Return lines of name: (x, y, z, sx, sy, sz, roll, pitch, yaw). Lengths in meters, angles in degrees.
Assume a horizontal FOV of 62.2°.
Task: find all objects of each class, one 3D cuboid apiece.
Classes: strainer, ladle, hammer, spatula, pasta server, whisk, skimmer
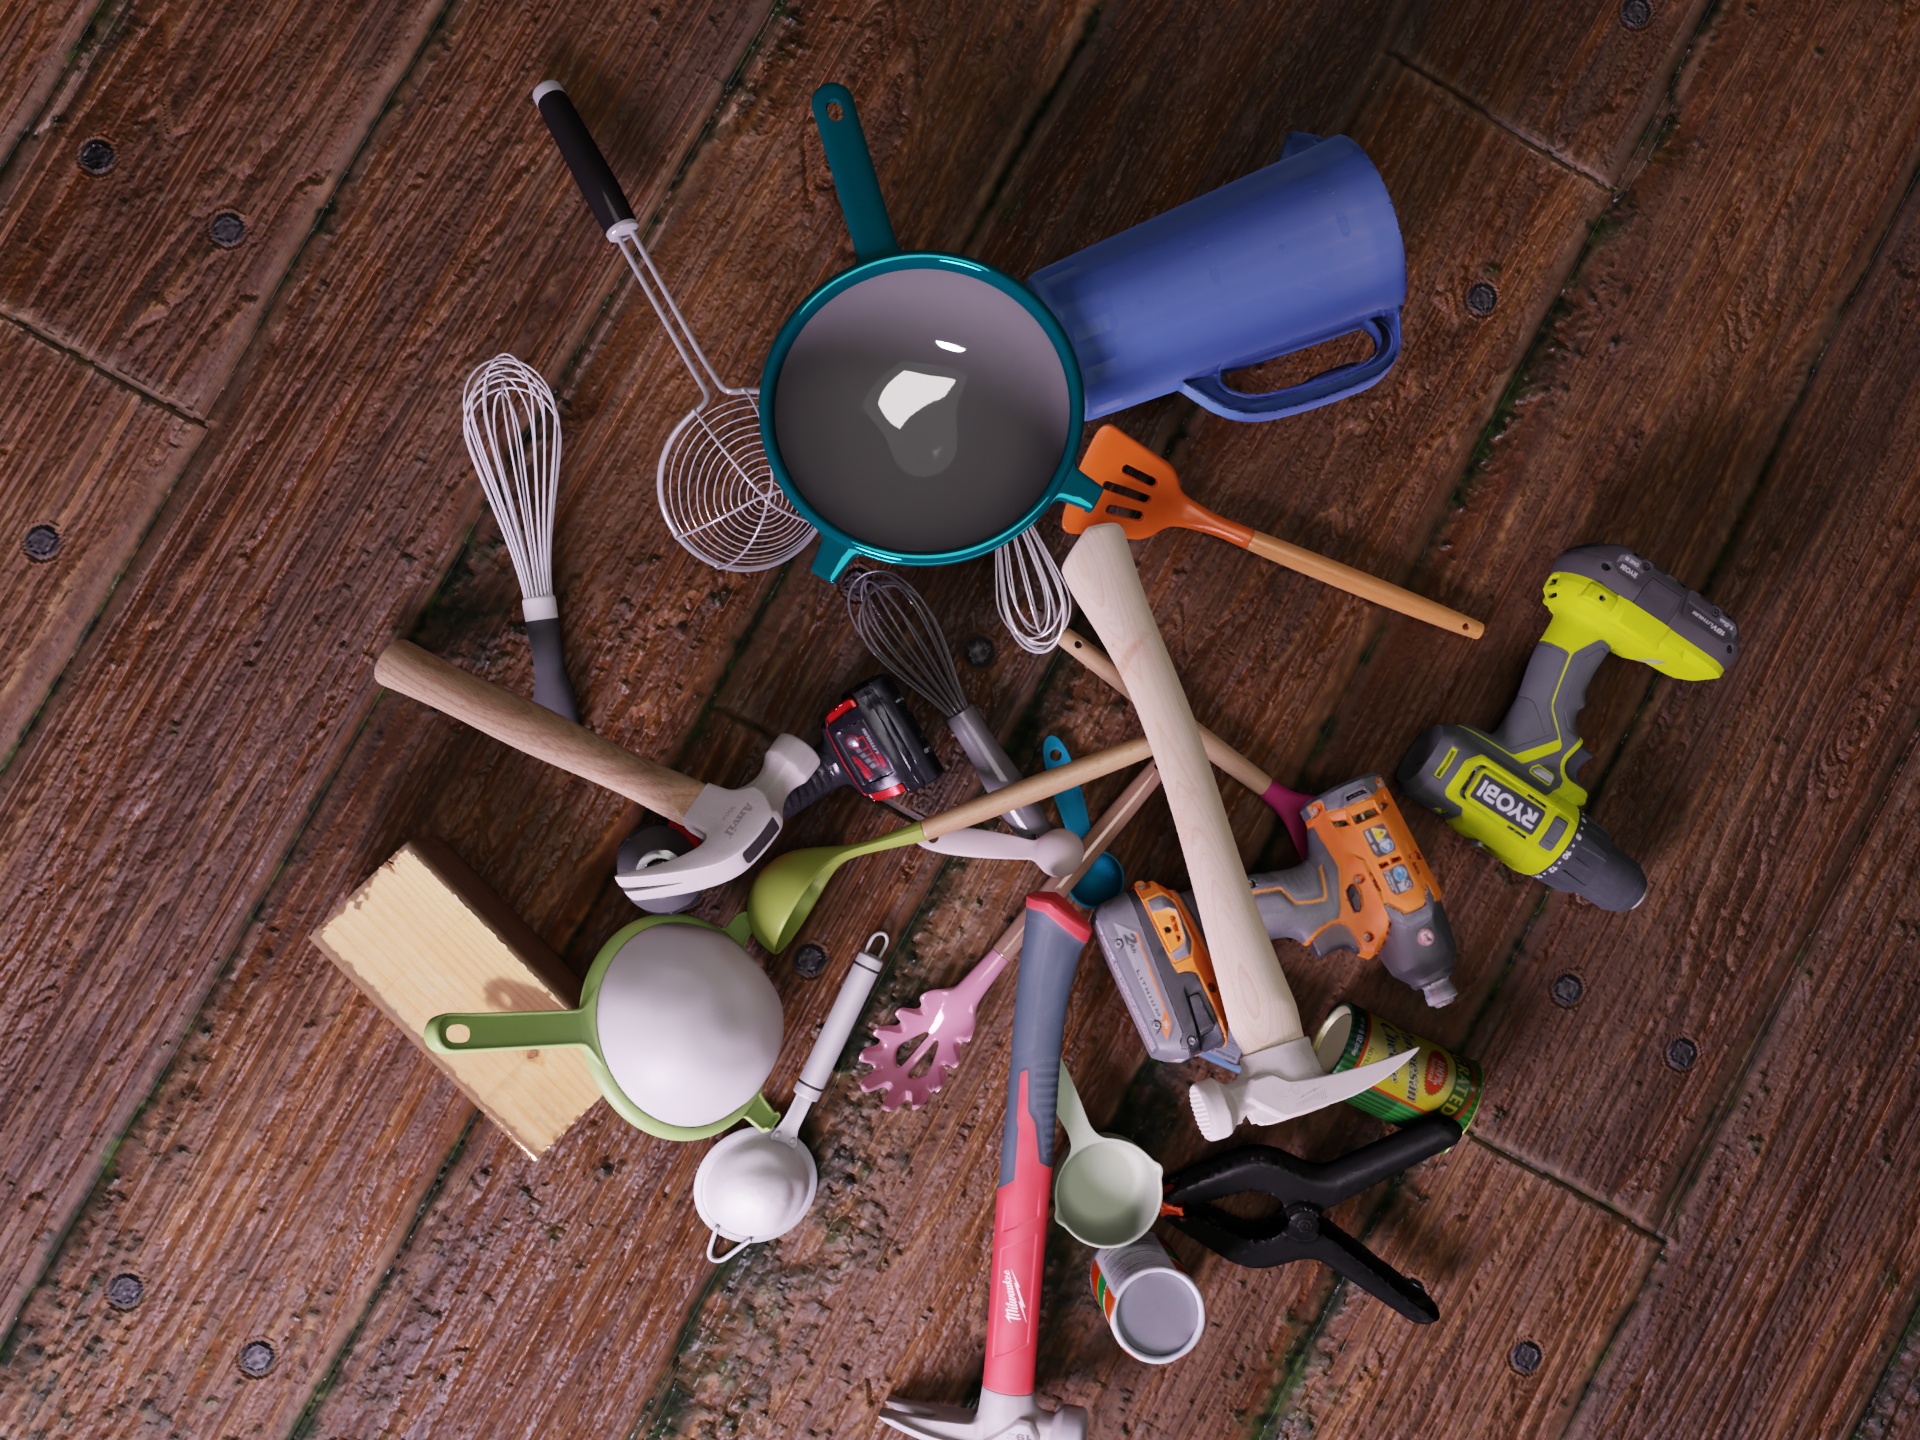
strainer: (-0.043, -0.258, 1.075, 0.211, 0.095, 0.340, -16, 81, -2)
ladle: (0.004, 0.077, 1.087, 0.320, 0.078, 0.062, -21, 81, 0)
hammer: (0.165, 0.055, 1.052, 0.146, 0.038, 0.411, -15, 75, -9)
hammer: (0.029, 0.308, 1.084, 0.143, 0.038, 0.386, 5, 94, 11)
spatula: (0.230, -0.119, 1.140, 0.322, 0.041, 0.081, 21, 103, -5)
pasta server: (0.045, 0.142, 1.108, 0.060, 0.040, 0.316, 40, 91, 12)
hammer: (-0.256, 0.017, 1.022, 0.331, 0.031, 0.130, 22, 64, 26)
whisk: (-0.293, -0.109, 1.091, 0.070, 0.070, 0.284, -9, 94, -5)
skimmer: (-0.208, -0.277, 1.113, 0.127, 0.090, 0.363, -27, 81, -13)
strainer: (-0.110, 0.264, 1.105, 0.086, 0.050, 0.258, 28, 83, -19)
whisk: (0.029, -0.167, 1.125, 0.057, 0.059, 0.246, -11, 85, -41)
whisk: (-0.003, -0.003, 1.118, 0.055, 0.055, 0.239, -34, 96, -5)
strainer: (-0.204, 0.188, 1.002, 0.256, 0.069, 0.152, 8, 66, -45)

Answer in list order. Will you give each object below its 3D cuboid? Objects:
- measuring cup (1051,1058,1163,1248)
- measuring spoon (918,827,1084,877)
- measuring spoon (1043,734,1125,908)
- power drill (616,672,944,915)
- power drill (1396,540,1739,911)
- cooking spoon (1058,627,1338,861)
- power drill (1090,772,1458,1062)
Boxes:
measuring cup: (0.082, 0.288, 1.121, 0.083, 0.038, 0.167, -25, 89, -5)
measuring spoon: (0.024, 0.086, 1.108, 0.124, 0.018, 0.034, 5, 76, 18)
measuring spoon: (0.084, 0.072, 1.139, 0.042, 0.021, 0.129, -18, 81, 7)
power drill: (-0.127, 0.056, 1.057, 0.219, 0.143, 0.078, -30, 94, -7)
power drill: (0.449, 0.007, 1.138, 0.190, 0.080, 0.228, 33, 89, -3)
cooking spoon: (0.200, 0.033, 1.145, 0.319, 0.017, 0.069, 37, 88, -4)
power drill: (0.221, 0.151, 1.085, 0.226, 0.084, 0.164, -23, 75, -5)
